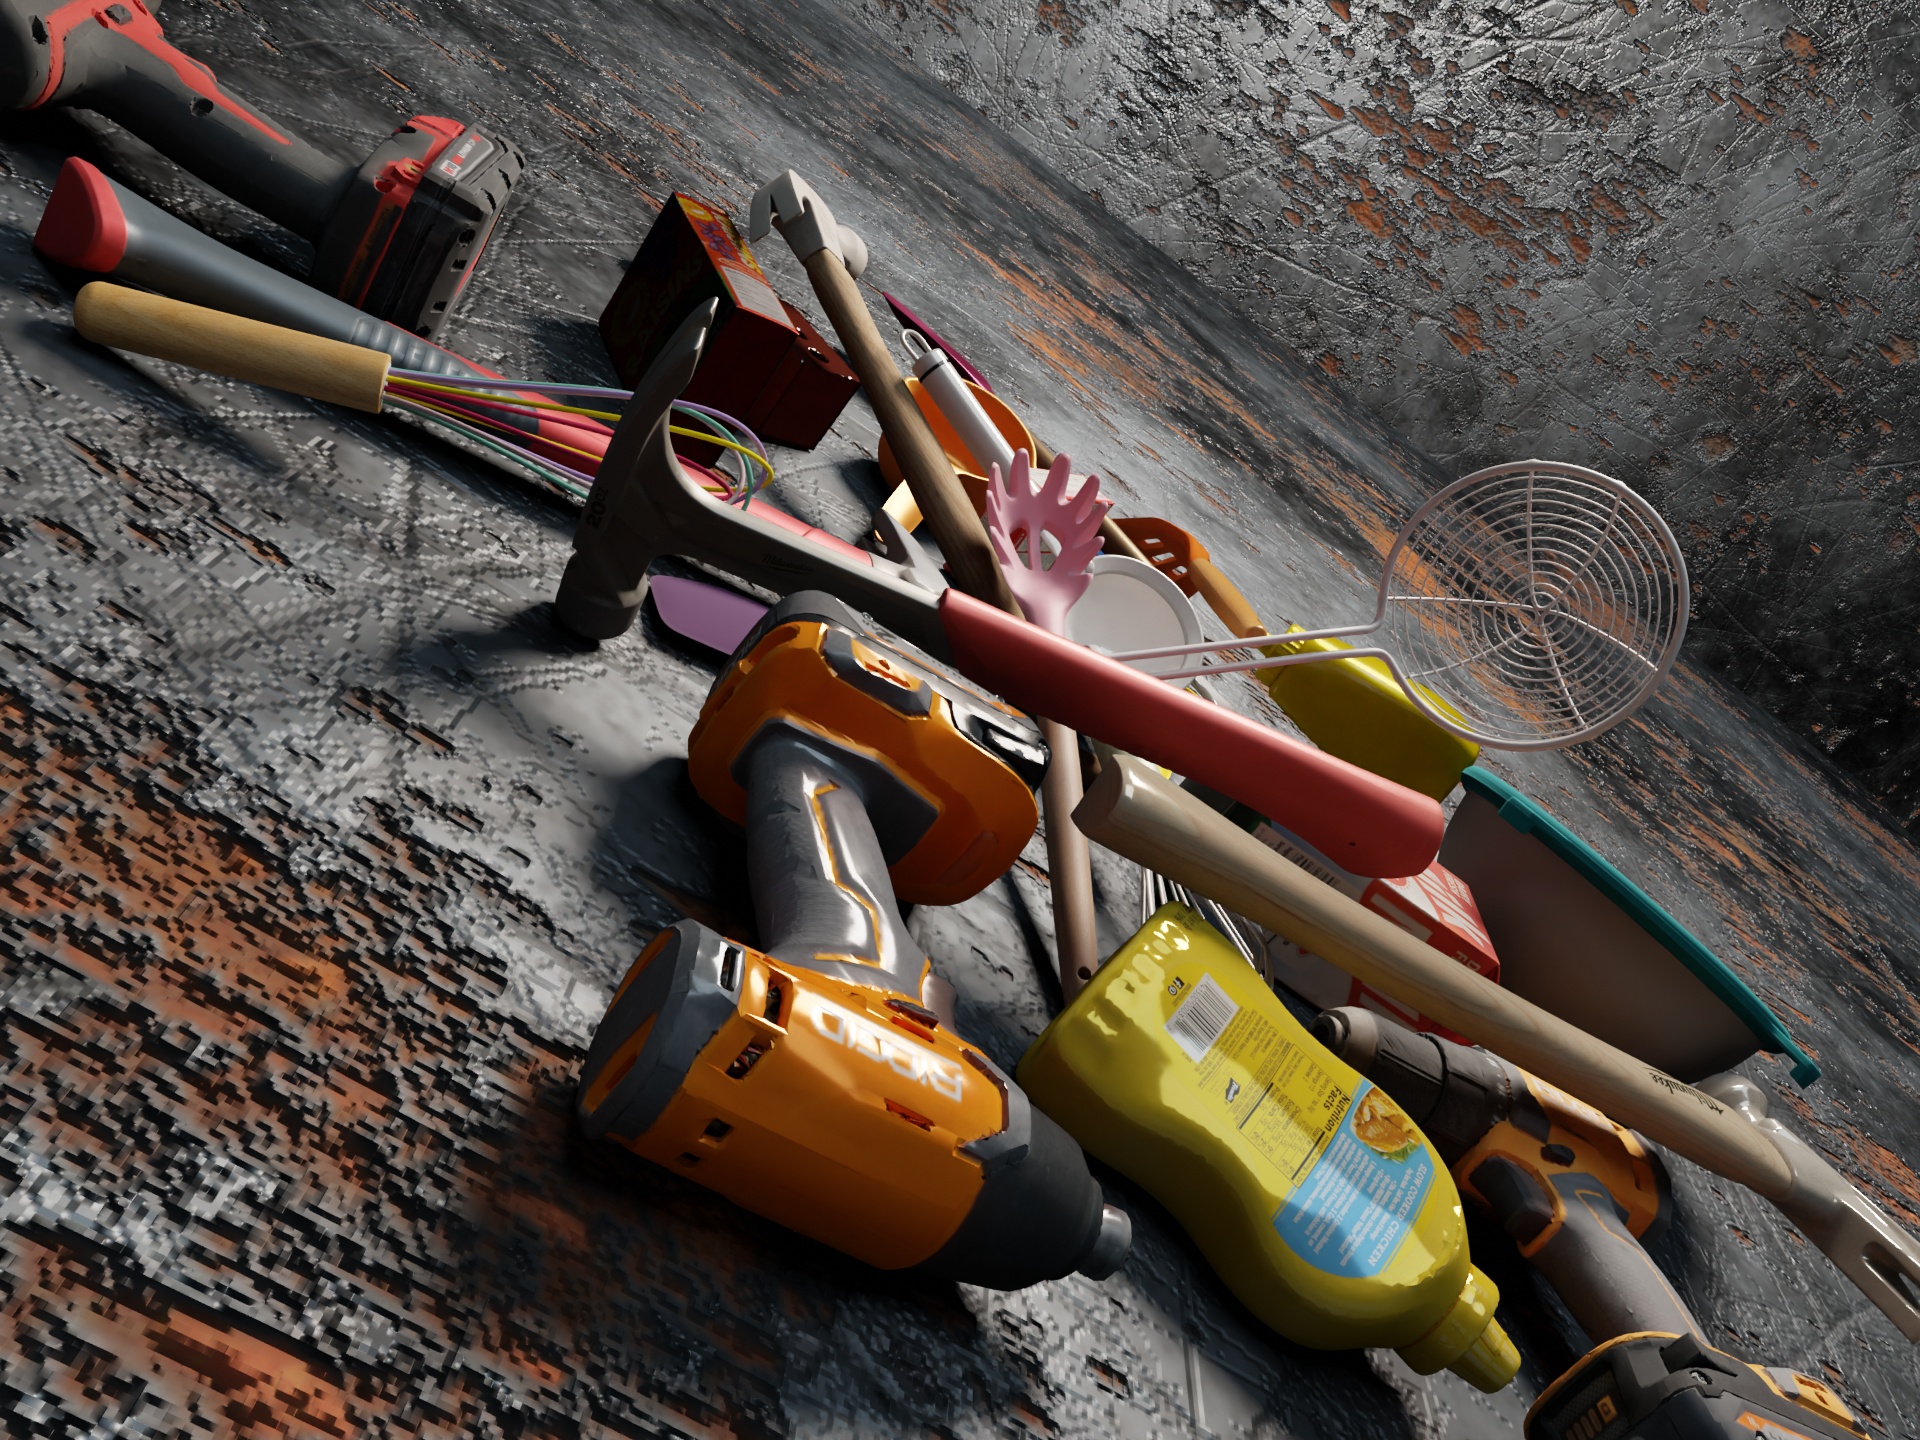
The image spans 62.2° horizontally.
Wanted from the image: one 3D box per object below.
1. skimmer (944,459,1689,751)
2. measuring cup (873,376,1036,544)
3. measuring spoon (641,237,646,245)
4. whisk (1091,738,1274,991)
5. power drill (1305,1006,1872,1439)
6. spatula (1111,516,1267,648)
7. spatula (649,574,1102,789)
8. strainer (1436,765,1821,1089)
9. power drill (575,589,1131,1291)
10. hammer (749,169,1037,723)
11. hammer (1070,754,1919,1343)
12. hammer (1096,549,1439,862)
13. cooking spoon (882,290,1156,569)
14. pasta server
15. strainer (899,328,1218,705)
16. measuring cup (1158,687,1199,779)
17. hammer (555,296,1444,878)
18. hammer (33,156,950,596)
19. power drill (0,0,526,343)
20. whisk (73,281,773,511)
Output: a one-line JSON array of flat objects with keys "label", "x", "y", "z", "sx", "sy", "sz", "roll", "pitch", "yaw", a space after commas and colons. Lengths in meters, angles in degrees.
[{"label": "skimmer", "x": 0.122, "y": -0.033, "z": 0.666, "sx": 0.363, "sy": 0.090, "sz": 0.127, "roll": -7, "pitch": 84, "yaw": -14}, {"label": "measuring cup", "x": -0.021, "y": -0.131, "z": 0.907, "sx": 0.095, "sy": 0.052, "sz": 0.174, "roll": 36, "pitch": 43, "yaw": -3}, {"label": "measuring spoon", "x": -0.155, "y": -0.267, "z": 0.995, "sx": 0.124, "sy": 0.018, "sz": 0.034, "roll": 16, "pitch": 32, "yaw": -55}, {"label": "whisk", "x": 0.086, "y": 0.049, "z": 0.700, "sx": 0.059, "sy": 0.057, "sz": 0.247, "roll": 21, "pitch": 32, "yaw": -26}, {"label": "power drill", "x": 0.229, "y": 0.209, "z": 0.611, "sx": 0.185, "sy": 0.084, "sz": 0.226, "roll": 30, "pitch": 21, "yaw": -19}, {"label": "spatula", "x": 0.142, "y": -0.080, "z": 0.961, "sx": 0.081, "sy": 0.041, "sz": 0.323, "roll": 46, "pitch": 11, "yaw": -12}, {"label": "spatula", "x": -0.001, "y": -0.002, "z": 0.730, "sx": 0.315, "sy": 0.018, "sz": 0.060, "roll": 22, "pitch": 24, "yaw": -32}, {"label": "strainer", "x": 0.330, "y": 0.126, "z": 0.914, "sx": 0.211, "sy": 0.095, "sz": 0.340, "roll": 43, "pitch": 5, "yaw": 4}, {"label": "power drill", "x": -0.021, "y": 0.069, "z": 0.501, "sx": 0.164, "sy": 0.084, "sz": 0.227, "roll": 31, "pitch": 29, "yaw": -19}, {"label": "hammer", "x": -0.027, "y": -0.148, "z": 0.828, "sx": 0.331, "sy": 0.031, "sz": 0.130, "roll": 64, "pitch": 14, "yaw": 16}, {"label": "hammer", "x": 0.220, "y": 0.124, "z": 0.632, "sx": 0.410, "sy": 0.038, "sz": 0.146, "roll": 29, "pitch": 13, "yaw": -20}, {"label": "hammer", "x": 0.124, "y": -0.043, "z": 0.963, "sx": 0.406, "sy": 0.035, "sz": 0.144, "roll": 50, "pitch": 25, "yaw": 24}, {"label": "cooking spoon", "x": 0.040, "y": -0.177, "z": 1.014, "sx": 0.319, "sy": 0.017, "sz": 0.068, "roll": 52, "pitch": 16, "yaw": 29}, {"label": "pasta server", "x": 0.043, "y": -0.009, "z": 0.704, "sx": 0.060, "sy": 0.040, "sz": 0.317, "roll": 5, "pitch": 46, "yaw": -7}, {"label": "strainer", "x": 0.045, "y": -0.100, "z": 0.833, "sx": 0.087, "sy": 0.050, "sz": 0.258, "roll": -34, "pitch": 88, "yaw": -34}, {"label": "measuring cup", "x": 0.098, "y": 0.012, "z": 0.828, "sx": 0.062, "sy": 0.029, "sz": 0.156, "roll": 30, "pitch": 24, "yaw": 0}, {"label": "hammer", "x": 0.035, "y": -0.024, "z": 0.599, "sx": 0.359, "sy": 0.149, "sz": 0.037, "roll": 23, "pitch": 47, "yaw": -16}, {"label": "hammer", "x": -0.173, "y": -0.126, "z": 0.670, "sx": 0.386, "sy": 0.038, "sz": 0.143, "roll": 24, "pitch": 19, "yaw": -28}, {"label": "power drill", "x": -0.311, "y": -0.265, "z": 0.686, "sx": 0.226, "sy": 0.080, "sz": 0.188, "roll": 26, "pitch": 26, "yaw": -20}, {"label": "whisk", "x": -0.188, "y": -0.114, "z": 0.582, "sx": 0.245, "sy": 0.051, "sz": 0.047, "roll": 12, "pitch": 13, "yaw": -17}]
